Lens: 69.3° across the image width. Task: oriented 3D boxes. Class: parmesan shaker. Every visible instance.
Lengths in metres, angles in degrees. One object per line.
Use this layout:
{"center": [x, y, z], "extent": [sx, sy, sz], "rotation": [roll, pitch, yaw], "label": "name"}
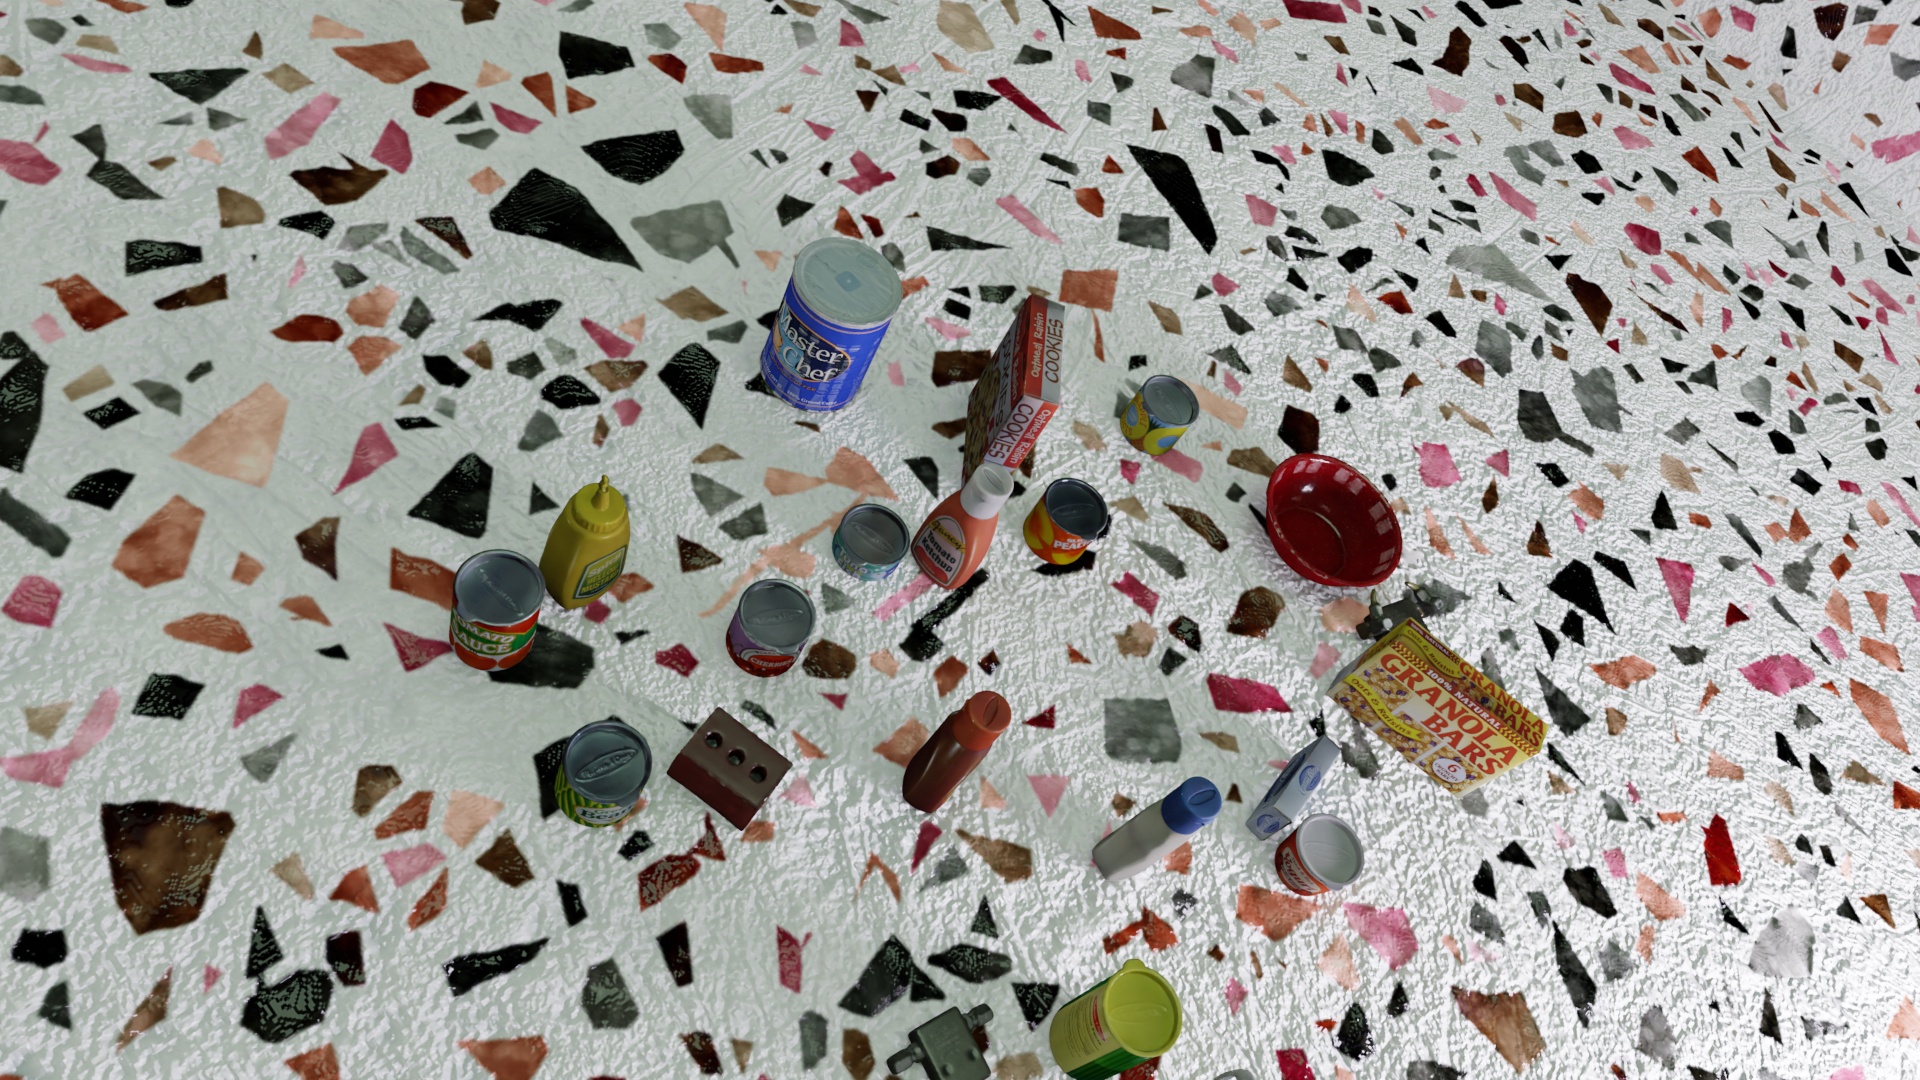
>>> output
{"center": [0.118, 0.371, 1.071], "extent": [0.071, 0.102, 0.071], "rotation": [11, 56, -17], "label": "parmesan shaker"}

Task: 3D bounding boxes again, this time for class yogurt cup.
{"center": [0.318, 0.284, 1.243], "extent": [0.072, 0.053, 0.073], "rotation": [11, 56, -17], "label": "yogurt cup"}

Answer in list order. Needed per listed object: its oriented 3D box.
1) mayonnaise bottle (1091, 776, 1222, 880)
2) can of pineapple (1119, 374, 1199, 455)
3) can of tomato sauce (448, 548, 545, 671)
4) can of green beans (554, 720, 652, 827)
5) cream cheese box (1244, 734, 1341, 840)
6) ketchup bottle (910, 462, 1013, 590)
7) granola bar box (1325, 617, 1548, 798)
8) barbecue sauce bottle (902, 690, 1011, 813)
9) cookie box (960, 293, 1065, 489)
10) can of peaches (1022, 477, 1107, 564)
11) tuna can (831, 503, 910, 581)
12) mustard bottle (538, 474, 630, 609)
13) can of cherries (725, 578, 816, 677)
{"center": [0.165, 0.238, 1.148], "extent": [0.065, 0.147, 0.041], "rotation": [-16, 67, -30], "label": "mayonnaise bottle"}
{"center": [0.207, -0.131, 1.458], "extent": [0.071, 0.057, 0.071], "rotation": [11, 56, -17], "label": "can of pineapple"}
{"center": [-0.362, 0.057, 1.079], "extent": [0.071, 0.082, 0.071], "rotation": [11, 56, -17], "label": "can of tomato sauce"}
{"center": [-0.272, 0.178, 1.056], "extent": [0.071, 0.057, 0.071], "rotation": [11, 56, -17], "label": "can of green beans"}
{"center": [0.306, 0.227, 1.275], "extent": [0.024, 0.053, 0.104], "rotation": [43, 53, 7], "label": "cream cheese box"}
{"center": [0.004, -0.016, 1.241], "extent": [0.044, 0.148, 0.065], "rotation": [-34, 77, -35], "label": "ketchup bottle"}
{"center": [0.456, 0.162, 1.336], "extent": [0.165, 0.123, 0.039], "rotation": [39, 53, 4], "label": "granola bar box"}
{"center": [-0.003, 0.167, 1.122], "extent": [0.043, 0.147, 0.065], "rotation": [30, 53, -3], "label": "barbecue sauce bottle"}
{"center": [0.048, -0.134, 1.324], "extent": [0.040, 0.166, 0.123], "rotation": [15, 55, -14], "label": "cookie box"}
{"center": [0.101, -0.016, 1.340], "extent": [0.071, 0.057, 0.071], "rotation": [11, 56, -17], "label": "can of peaches"}
{"center": [-0.083, 0.004, 1.264], "extent": [0.071, 0.032, 0.071], "rotation": [11, 56, -17], "label": "tuna can"}
{"center": [-0.293, -0.003, 1.099], "extent": [0.065, 0.159, 0.049], "rotation": [-33, 77, -35], "label": "mustard bottle"}
{"center": [-0.160, 0.076, 1.169], "extent": [0.071, 0.058, 0.072], "rotation": [11, 56, -17], "label": "can of cherries"}
